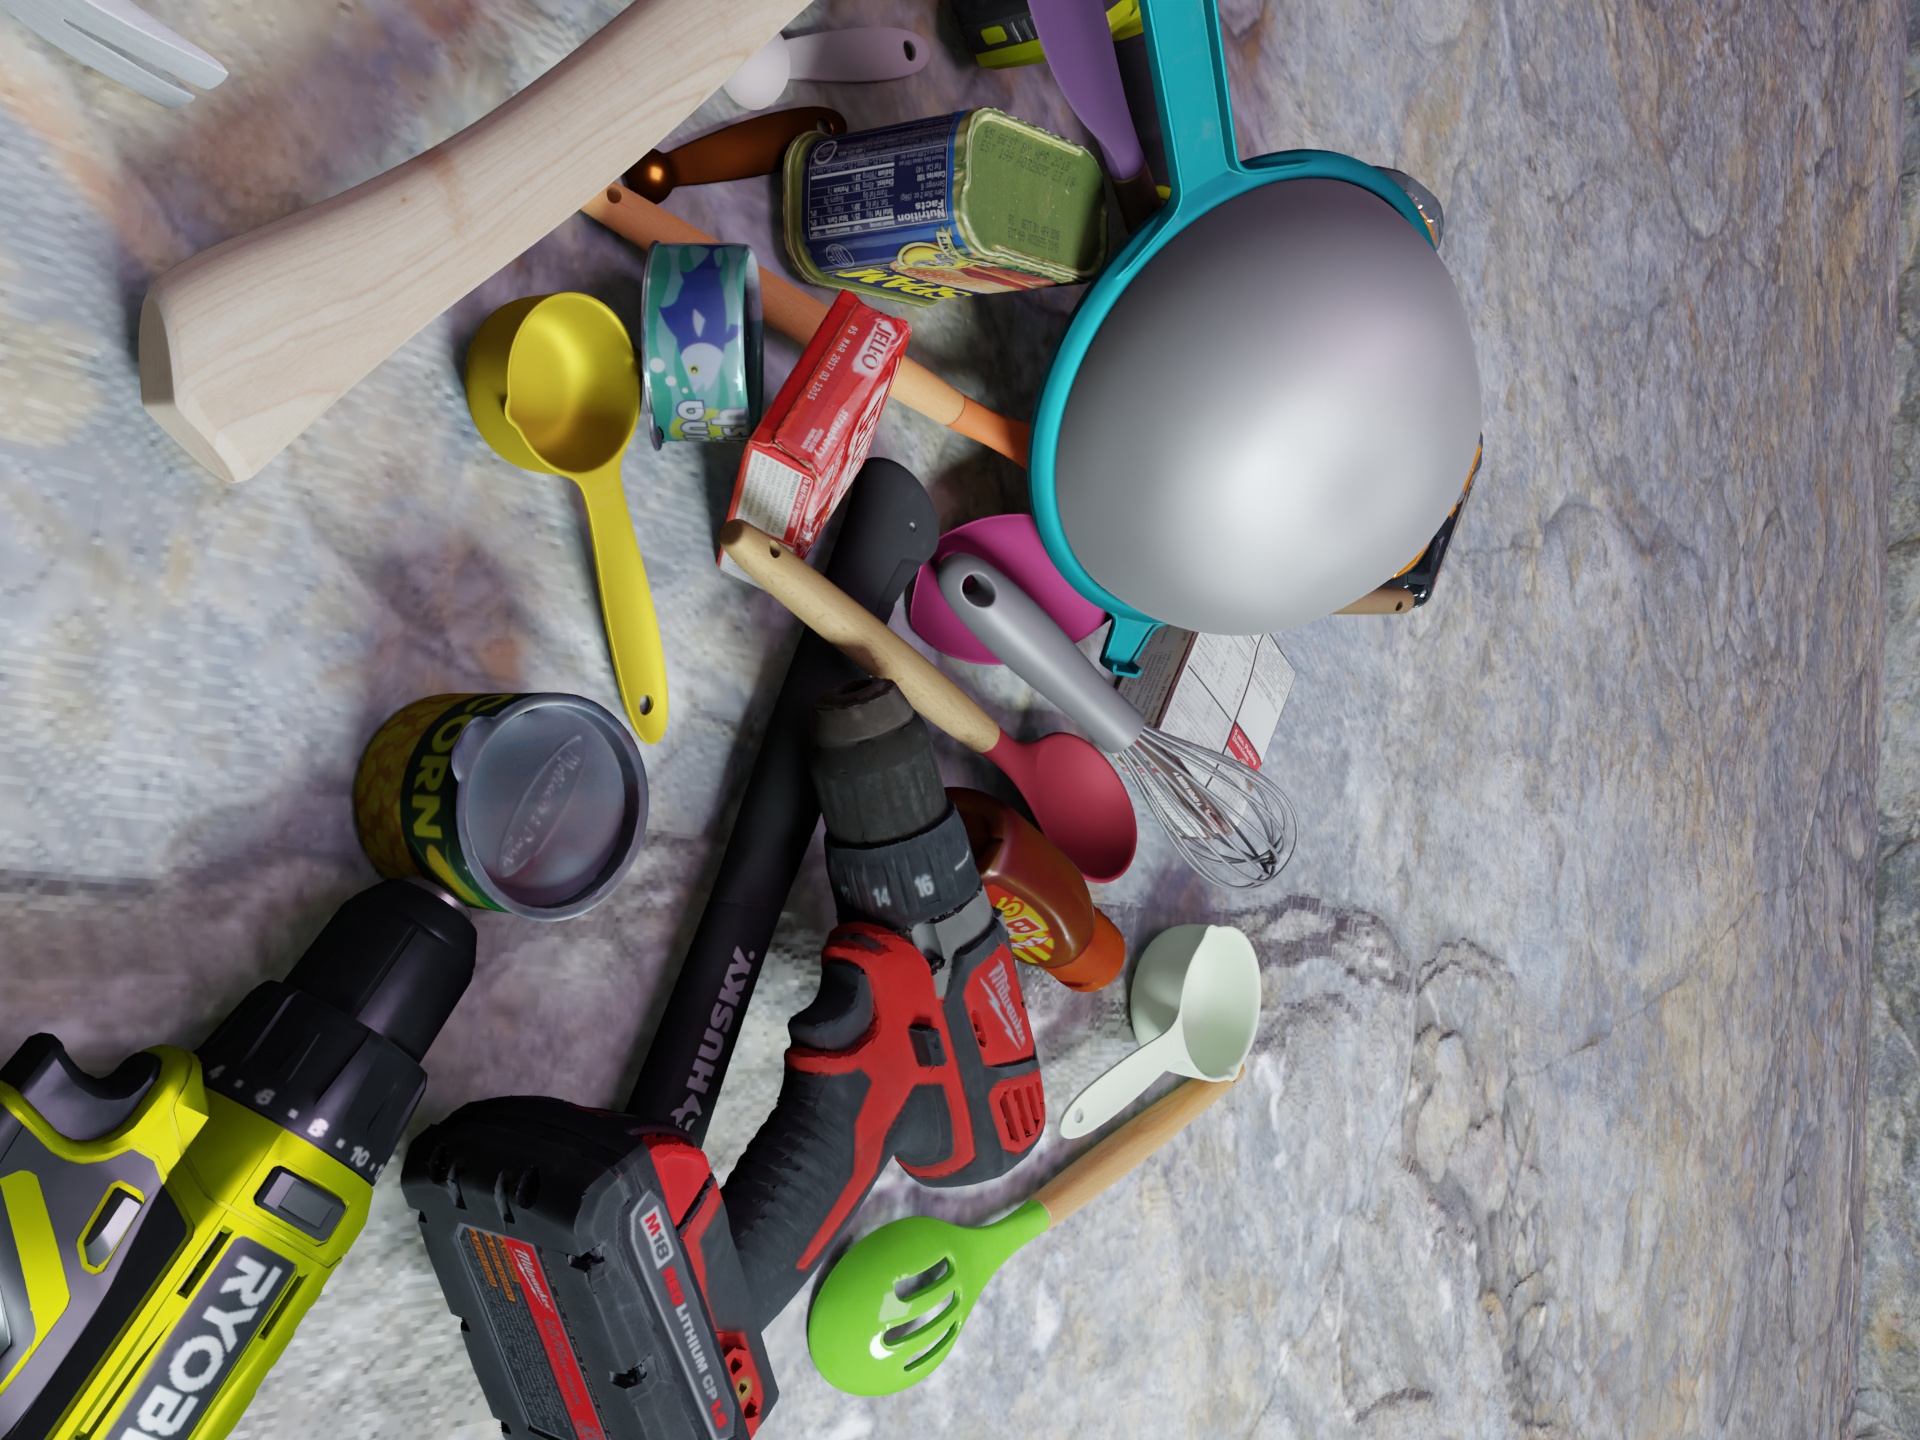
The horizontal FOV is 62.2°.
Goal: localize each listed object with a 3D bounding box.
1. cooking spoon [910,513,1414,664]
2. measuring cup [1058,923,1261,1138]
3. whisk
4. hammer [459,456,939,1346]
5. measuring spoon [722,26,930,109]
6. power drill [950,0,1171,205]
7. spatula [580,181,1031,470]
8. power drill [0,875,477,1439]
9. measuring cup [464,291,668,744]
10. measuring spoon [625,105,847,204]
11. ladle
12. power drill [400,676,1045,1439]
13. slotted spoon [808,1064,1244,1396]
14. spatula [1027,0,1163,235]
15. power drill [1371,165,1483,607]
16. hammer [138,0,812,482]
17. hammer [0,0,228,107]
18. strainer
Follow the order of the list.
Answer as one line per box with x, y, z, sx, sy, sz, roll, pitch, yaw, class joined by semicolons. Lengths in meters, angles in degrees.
0.108;-0.059;0.746;0.318;0.017;0.068;-1;115;-37;cooking spoon
0.086;0.153;0.760;0.167;0.038;0.083;-25;109;-45;measuring cup
0.073;0.002;0.698;0.238;0.055;0.055;41;60;-30;whisk
-0.076;0.052;0.569;0.146;0.035;0.335;38;62;-44;hammer
-0.047;-0.258;0.614;0.124;0.018;0.034;-30;112;-46;measuring spoon
0.085;-0.254;0.727;0.171;0.080;0.223;-53;130;-35;power drill
-0.027;-0.133;0.637;0.322;0.041;0.081;22;75;-43;spatula
-0.227;0.075;0.362;0.228;0.080;0.191;53;53;-39;power drill
-0.125;-0.063;0.526;0.062;0.029;0.156;-40;132;-47;measuring cup
-0.077;-0.210;0.583;0.117;0.011;0.021;-36;117;-44;measuring spoon
-0.001;-0.002;0.622;0.315;0.031;0.069;39;44;-55;ladle
-0.059;0.105;0.508;0.227;0.080;0.187;-34;117;-48;power drill
0.050;0.213;0.726;0.313;0.031;0.070;-17;103;-50;slotted spoon
0.073;-0.199;0.633;0.315;0.018;0.060;54;45;-52;spatula
0.203;-0.146;0.818;0.164;0.084;0.226;-65;150;-14;power drill
-0.076;-0.211;0.500;0.411;0.038;0.146;-51;126;-24;hammer
-0.147;-0.258;0.485;0.331;0.033;0.128;-25;108;-47;hammer
0.122;-0.153;0.598;0.211;0.095;0.340;-32;137;-10;strainer
